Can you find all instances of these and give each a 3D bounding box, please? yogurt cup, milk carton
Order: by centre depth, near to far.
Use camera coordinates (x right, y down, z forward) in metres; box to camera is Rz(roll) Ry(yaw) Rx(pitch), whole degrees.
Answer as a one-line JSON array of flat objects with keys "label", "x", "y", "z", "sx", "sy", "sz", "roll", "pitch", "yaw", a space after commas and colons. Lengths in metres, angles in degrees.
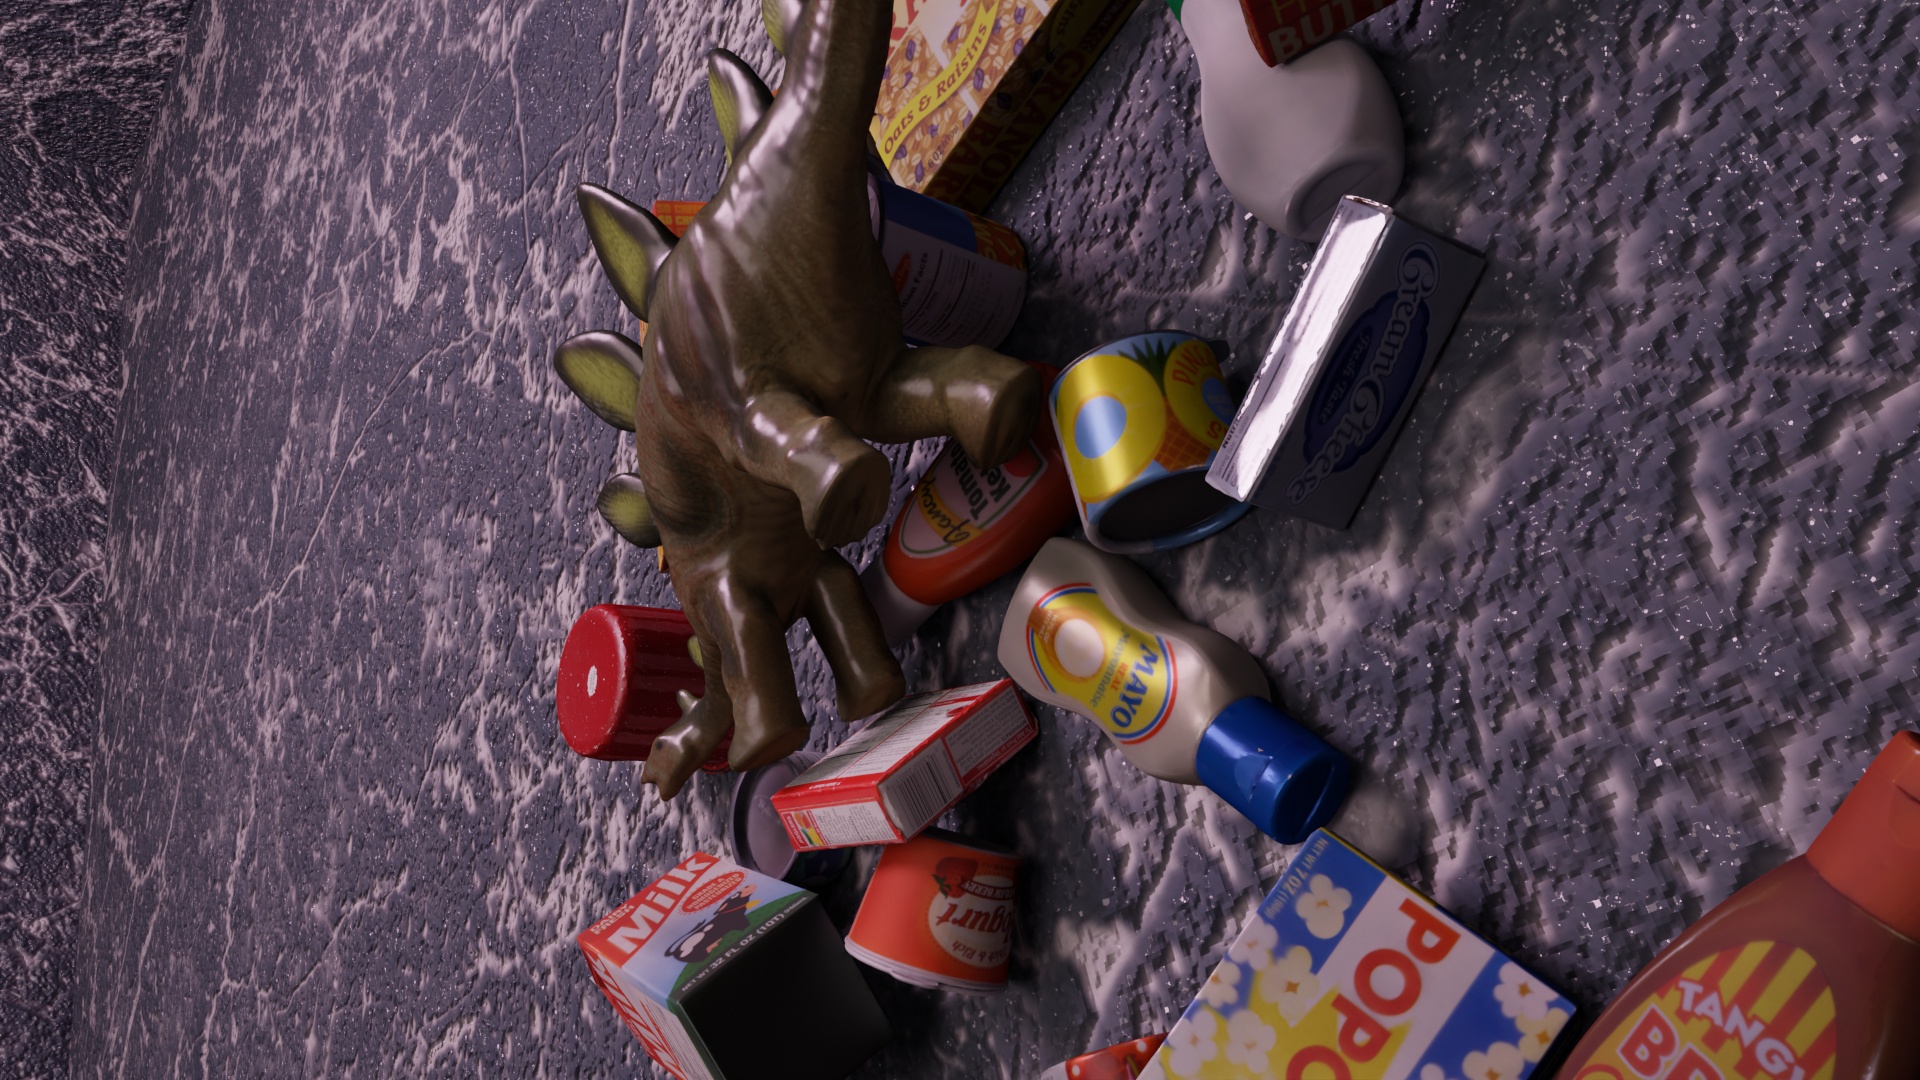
[{"label": "yogurt cup", "x": -0.008, "y": 0.147, "z": 0.561, "sx": 0.072, "sy": 0.072, "sz": 0.054, "roll": 7, "pitch": 79, "yaw": 50}, {"label": "milk carton", "x": -0.114, "y": 0.197, "z": 0.635, "sx": 0.190, "sy": 0.072, "sz": 0.073, "roll": -9, "pitch": 111, "yaw": 59}]

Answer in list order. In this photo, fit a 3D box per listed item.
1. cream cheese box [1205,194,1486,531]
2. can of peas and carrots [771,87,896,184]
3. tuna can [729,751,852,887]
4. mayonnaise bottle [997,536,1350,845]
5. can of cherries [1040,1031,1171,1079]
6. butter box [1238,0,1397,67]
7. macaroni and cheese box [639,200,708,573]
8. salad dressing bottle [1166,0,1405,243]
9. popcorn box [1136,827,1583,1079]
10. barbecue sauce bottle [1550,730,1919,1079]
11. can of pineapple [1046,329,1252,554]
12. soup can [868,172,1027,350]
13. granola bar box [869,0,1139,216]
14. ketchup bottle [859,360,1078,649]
[{"label": "cream cheese box", "x": 0.126, "y": -0.056, "z": 0.455, "sx": 0.024, "sy": 0.053, "sz": 0.103, "roll": 42, "pitch": 113, "yaw": 48}, {"label": "can of peas and carrots", "x": -0.074, "y": -0.192, "z": 0.710, "sx": 0.070, "sy": 0.071, "sz": 0.059, "roll": -45, "pitch": 50, "yaw": 35}, {"label": "tuna can", "x": -0.082, "y": 0.138, "z": 0.675, "sx": 0.071, "sy": 0.033, "sz": 0.071, "roll": -14, "pitch": 71, "yaw": 48}, {"label": "mayonnaise bottle", "x": 0.074, "y": 0.054, "z": 0.502, "sx": 0.148, "sy": 0.041, "sz": 0.064, "roll": 36, "pitch": 108, "yaw": 48}, {"label": "can of cherries", "x": 0.067, "y": 0.198, "z": 0.461, "sx": 0.071, "sy": 0.071, "sz": 0.058, "roll": -39, "pitch": 53, "yaw": 38}, {"label": "butter box", "x": 0.137, "y": -0.200, "z": 0.445, "sx": 0.103, "sy": 0.053, "sz": 0.024, "roll": -26, "pitch": 60, "yaw": 14}, {"label": "macaroni and cheese box", "x": -0.150, "y": -0.083, "z": 0.764, "sx": 0.123, "sy": 0.040, "sz": 0.167, "roll": 121, "pitch": 143, "yaw": -60}, {"label": "salad dressing bottle", "x": 0.110, "y": -0.175, "z": 0.509, "sx": 0.064, "sy": 0.044, "sz": 0.148, "roll": -40, "pitch": 52, "yaw": 31}, {"label": "popcorn box", "x": 0.104, "y": 0.159, "z": 0.397, "sx": 0.085, "sy": 0.038, "sz": 0.127, "roll": 34, "pitch": 83, "yaw": 34}, {"label": "barbecue sauce bottle", "x": 0.200, "y": 0.116, "z": 0.336, "sx": 0.065, "sy": 0.044, "sz": 0.148, "roll": 45, "pitch": 116, "yaw": 46}, {"label": "can of pineapple", "x": 0.071, "y": -0.036, "z": 0.506, "sx": 0.070, "sy": 0.071, "sz": 0.058, "roll": -38, "pitch": 55, "yaw": 39}, {"label": "soup can", "x": -0.023, "y": -0.123, "z": 0.623, "sx": 0.071, "sy": 0.084, "sz": 0.071, "roll": -14, "pitch": 71, "yaw": 48}, {"label": "granola bar box", "x": 0.014, "y": -0.247, "z": 0.642, "sx": 0.164, "sy": 0.039, "sz": 0.125, "roll": -49, "pitch": 48, "yaw": 31}, {"label": "ketchup bottle", "x": 0.002, "y": -0.008, "z": 0.600, "sx": 0.148, "sy": 0.043, "sz": 0.065, "roll": -46, "pitch": 51, "yaw": 34}]
